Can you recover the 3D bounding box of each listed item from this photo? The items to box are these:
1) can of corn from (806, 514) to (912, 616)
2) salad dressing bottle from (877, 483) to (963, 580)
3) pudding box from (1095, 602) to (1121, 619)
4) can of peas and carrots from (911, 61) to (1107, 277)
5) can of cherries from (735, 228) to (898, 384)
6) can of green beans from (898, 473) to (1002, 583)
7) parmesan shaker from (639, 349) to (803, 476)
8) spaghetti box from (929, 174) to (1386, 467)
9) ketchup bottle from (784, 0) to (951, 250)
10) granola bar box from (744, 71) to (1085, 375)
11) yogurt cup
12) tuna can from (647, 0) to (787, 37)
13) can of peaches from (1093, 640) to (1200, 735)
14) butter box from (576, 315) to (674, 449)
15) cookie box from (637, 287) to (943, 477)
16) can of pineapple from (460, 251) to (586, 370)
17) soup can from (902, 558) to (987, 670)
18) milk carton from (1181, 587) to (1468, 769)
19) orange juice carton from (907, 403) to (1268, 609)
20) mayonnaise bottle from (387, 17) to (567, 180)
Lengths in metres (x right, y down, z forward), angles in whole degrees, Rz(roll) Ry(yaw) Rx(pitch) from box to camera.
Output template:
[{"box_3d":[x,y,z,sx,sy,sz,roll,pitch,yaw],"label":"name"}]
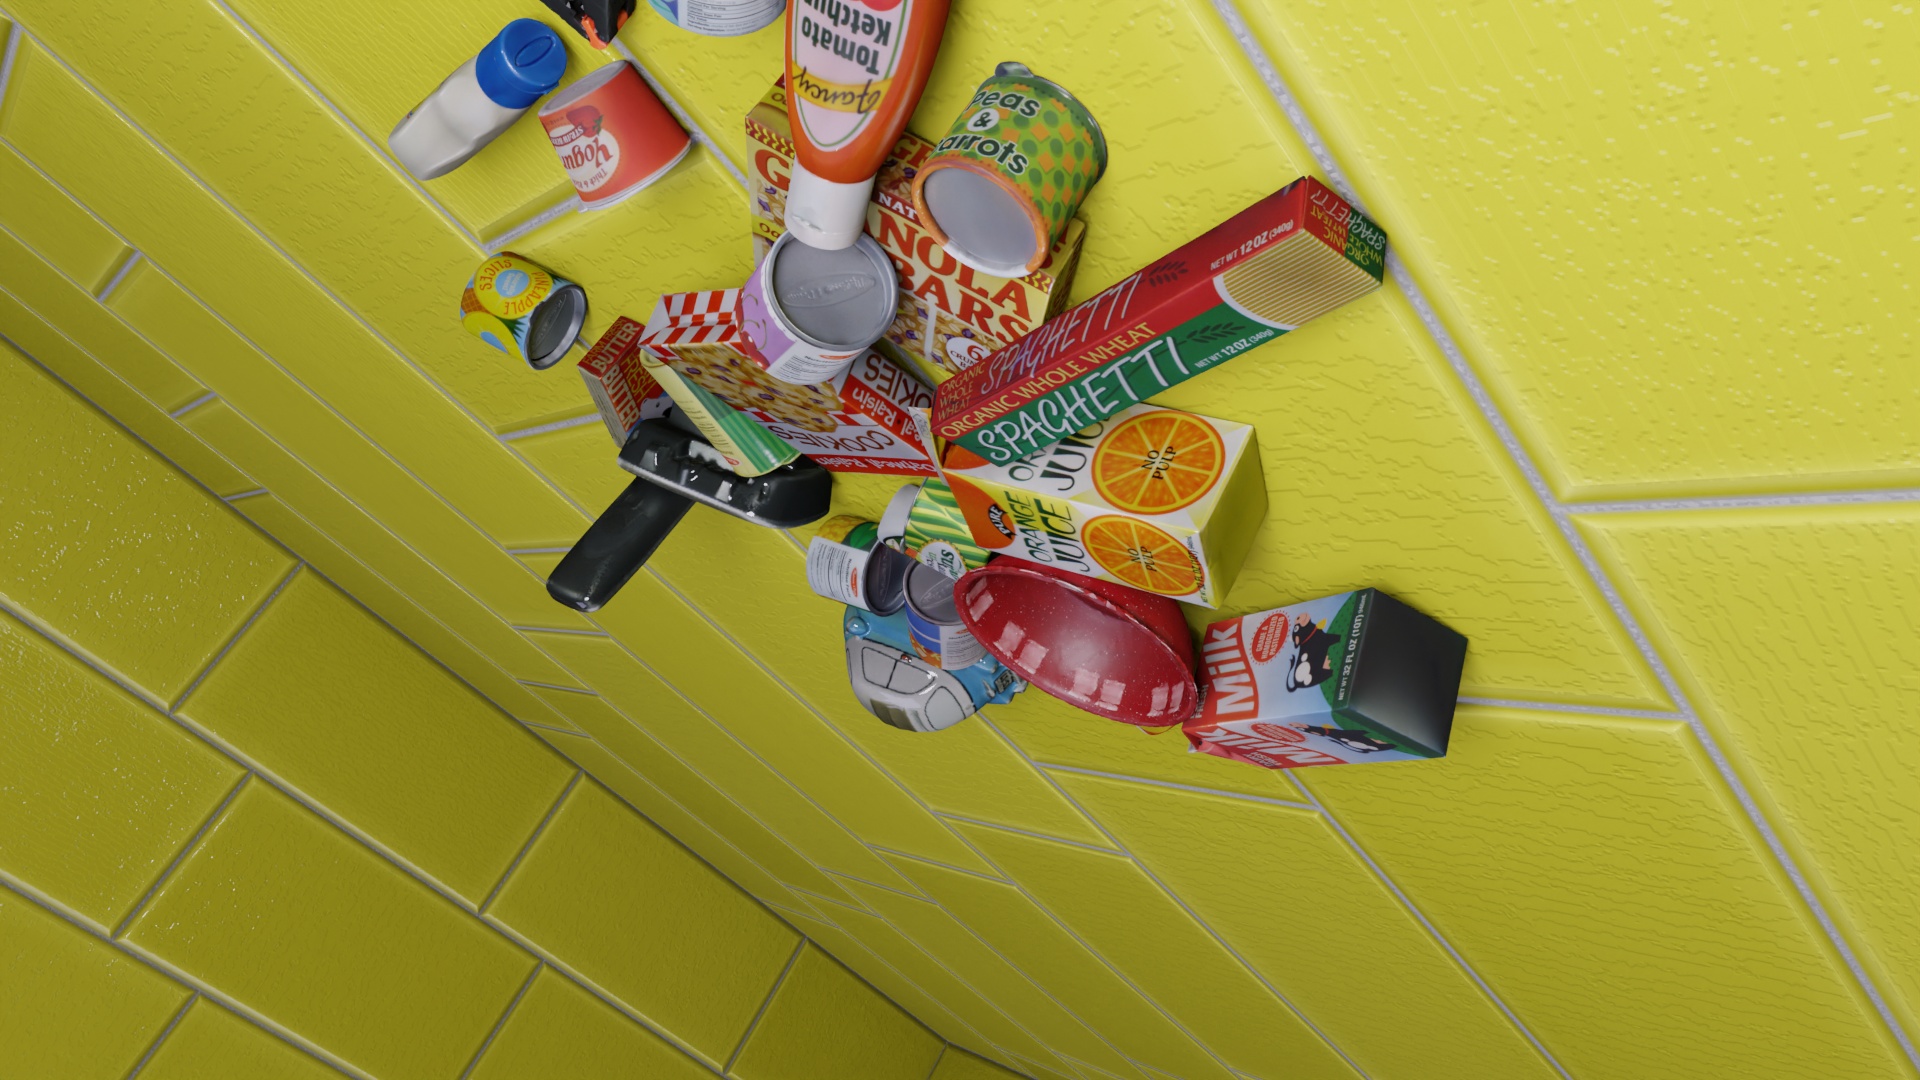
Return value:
[{"box_3d":[-0.071,0.017,1.033,0.058,0.071,0.071,15,151,35],"label":"can of corn"},{"box_3d":[0.017,0.013,0.941,0.148,0.044,0.064,27,164,10],"label":"salad dressing bottle"},{"box_3d":[0.086,0.012,0.873,0.083,0.030,0.049,37,154,-12],"label":"pudding box"},{"box_3d":[0.020,-0.157,0.594,0.071,0.059,0.070,26,155,13],"label":"can of peas and carrots"},{"box_3d":[-0.071,-0.118,0.678,0.071,0.072,0.058,38,157,-12],"label":"can of cherries"},{"box_3d":[0.004,-0.013,0.880,0.058,0.071,0.071,26,155,13],"label":"can of green beans"},{"box_3d":[-0.148,-0.099,0.899,0.071,0.071,0.102,8,146,43],"label":"parmesan shaker"},{"box_3d":[0.076,-0.089,0.630,0.050,0.029,0.249,26,151,-29],"label":"spaghetti box"},{"box_3d":[-0.045,-0.190,0.579,0.065,0.044,0.148,29,139,8],"label":"ketchup bottle"},{"box_3d":[-0.026,-0.147,0.694,0.166,0.039,0.123,29,157,7],"label":"granola bar box"},{"box_3d":[-0.183,-0.214,0.727,0.072,0.073,0.053,6,137,45],"label":"yogurt cup"},{"box_3d":[-0.101,-0.244,0.569,0.071,0.071,0.032,31,156,3],"label":"tuna can"},{"box_3d":[0.125,0.086,0.926,0.058,0.071,0.071,39,155,-14],"label":"can of peaches"},{"box_3d":[-0.239,-0.110,1.005,0.024,0.053,0.103,27,155,18],"label":"butter box"},{"box_3d":[-0.088,-0.092,0.826,0.123,0.040,0.167,6,160,46],"label":"cookie box"},{"box_3d":[-0.305,-0.162,0.969,0.058,0.071,0.070,28,156,10],"label":"can of pineapple"},{"box_3d":[-0.009,0.047,1.014,0.071,0.071,0.083,26,156,14],"label":"soup can"},{"box_3d":[0.196,0.087,0.816,0.073,0.072,0.190,26,159,-20],"label":"milk carton"},{"box_3d":[0.061,-0.032,0.757,0.193,0.073,0.071,15,150,29],"label":"orange juice carton"},{"box_3d":[-0.266,-0.246,0.771,0.148,0.065,0.041,-8,126,50],"label":"mayonnaise bottle"}]
